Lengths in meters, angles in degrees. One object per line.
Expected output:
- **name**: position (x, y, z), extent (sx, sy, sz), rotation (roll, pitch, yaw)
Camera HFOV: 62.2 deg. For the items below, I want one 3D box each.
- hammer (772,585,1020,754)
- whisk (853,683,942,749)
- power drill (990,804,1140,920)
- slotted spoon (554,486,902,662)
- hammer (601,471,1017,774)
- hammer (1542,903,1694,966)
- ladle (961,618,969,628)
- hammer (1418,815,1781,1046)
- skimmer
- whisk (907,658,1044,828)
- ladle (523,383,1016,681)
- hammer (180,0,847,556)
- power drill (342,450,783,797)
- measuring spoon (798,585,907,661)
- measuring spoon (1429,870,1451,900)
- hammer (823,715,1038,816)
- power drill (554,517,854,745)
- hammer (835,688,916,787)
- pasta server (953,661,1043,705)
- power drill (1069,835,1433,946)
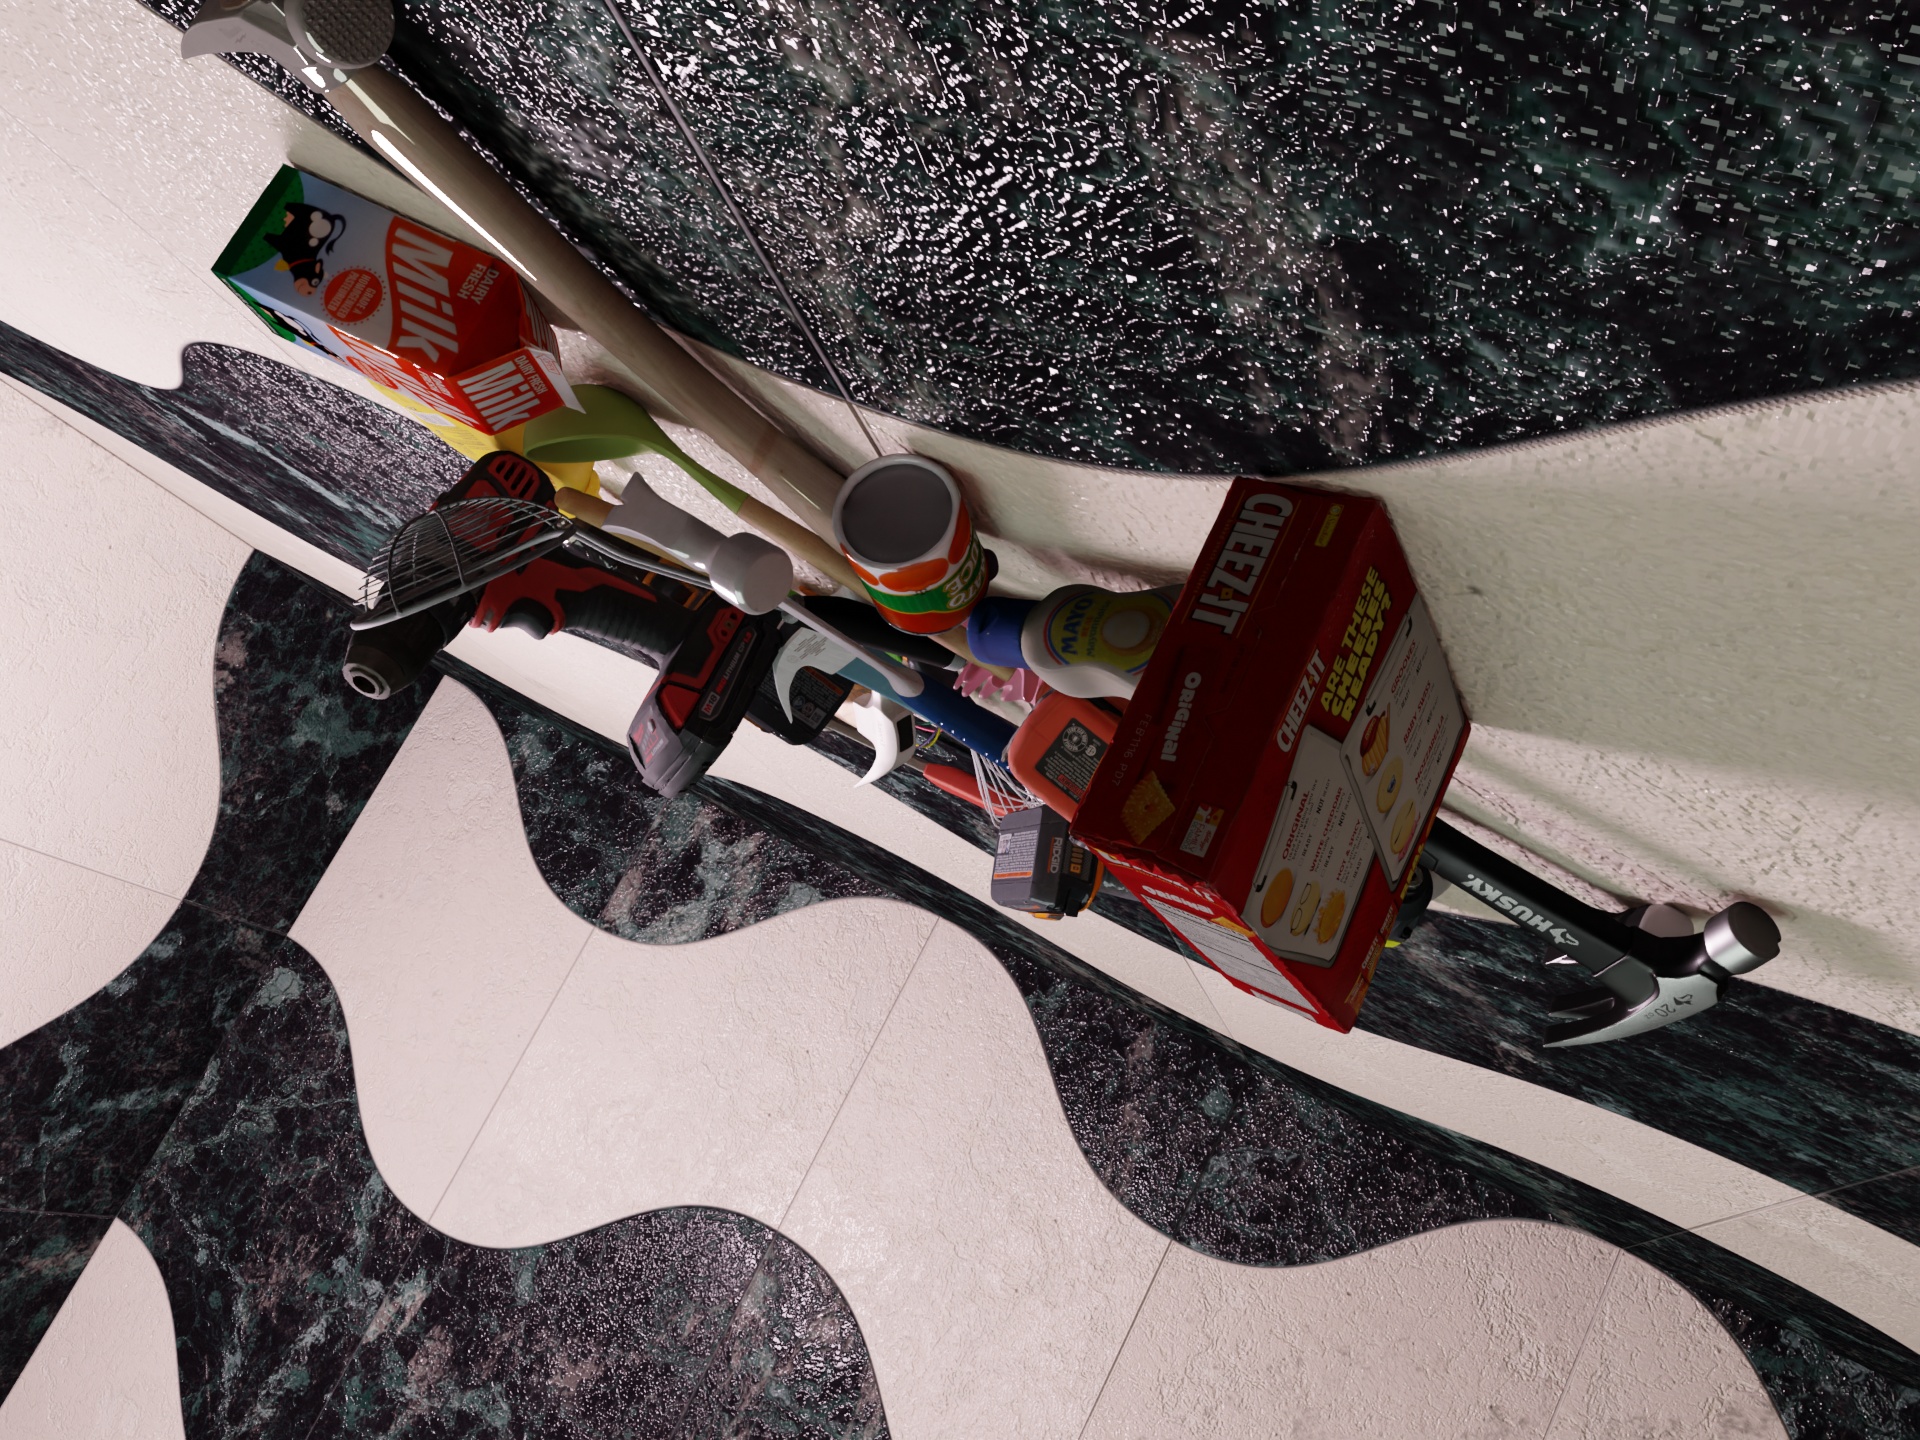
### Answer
- **hammer**: position (-0.002, -0.004, 1.125), extent (0.128, 0.033, 0.330), rotation (-34, 139, 26)
- **whisk**: position (-0.070, -0.019, 1.327), extent (0.245, 0.051, 0.047), rotation (16, 133, 60)
- **power drill**: position (0.152, 0.120, 1.199), extent (0.226, 0.084, 0.164), rotation (11, 170, -14)
- **slotted spoon**: position (-0.136, -0.092, 1.020), extent (0.070, 0.031, 0.313), rotation (27, -177, 37)
- **hammer**: position (-0.040, -0.029, 0.915), extent (0.144, 0.035, 0.405), rotation (30, 178, 38)
- **hammer**: position (0.240, 0.052, 0.908), extent (0.337, 0.034, 0.127), rotation (29, 168, -4)
- **ladle**: position (0.069, -0.051, 0.878), extent (0.069, 0.031, 0.315), rotation (35, 165, -32)
- **hammer**: position (0.241, 0.064, 0.841), extent (0.335, 0.035, 0.146), rotation (31, 142, -1)
- **skimmer**: position (-0.158, -0.052, 0.926), extent (0.363, 0.090, 0.127), rotation (15, 175, -30)
- **whisk**: position (0.018, 0.014, 1.223), extent (0.070, 0.070, 0.284), rotation (21, 163, 30)
- **ladle**: position (-0.111, -0.102, 0.933), extent (0.320, 0.062, 0.078), rotation (32, -179, 0)
- **hammer**: position (-0.176, -0.198, 0.773), extent (0.146, 0.038, 0.410), rotation (19, 166, 43)
- **power drill**: position (-0.242, -0.045, 0.971), extent (0.226, 0.188, 0.080), rotation (33, 140, -12)
- **measuring spoon**: position (-0.068, -0.068, 1.167), extent (0.117, 0.011, 0.021), rotation (33, 170, -7)
- **measuring spoon**: position (0.310, 0.110, 1.064), extent (0.034, 0.018, 0.124), rotation (44, 165, 12)
- **hammer**: position (0.014, 0.064, 1.433), extent (0.359, 0.037, 0.149), rotation (25, -176, 4)
- **power drill**: position (-0.196, -0.083, 1.172), extent (0.185, 0.084, 0.226), rotation (38, 178, -39)
- **hammer**: position (-0.150, -0.041, 1.322), extent (0.332, 0.031, 0.130), rotation (25, 134, 43)
- **pasta server**: position (0.082, 0.019, 1.127), extent (0.060, 0.040, 0.316), rotation (11, 163, 29)
- **power drill**: position (0.193, 0.082, 1.047), extent (0.223, 0.080, 0.171), rotation (25, 164, 5)
